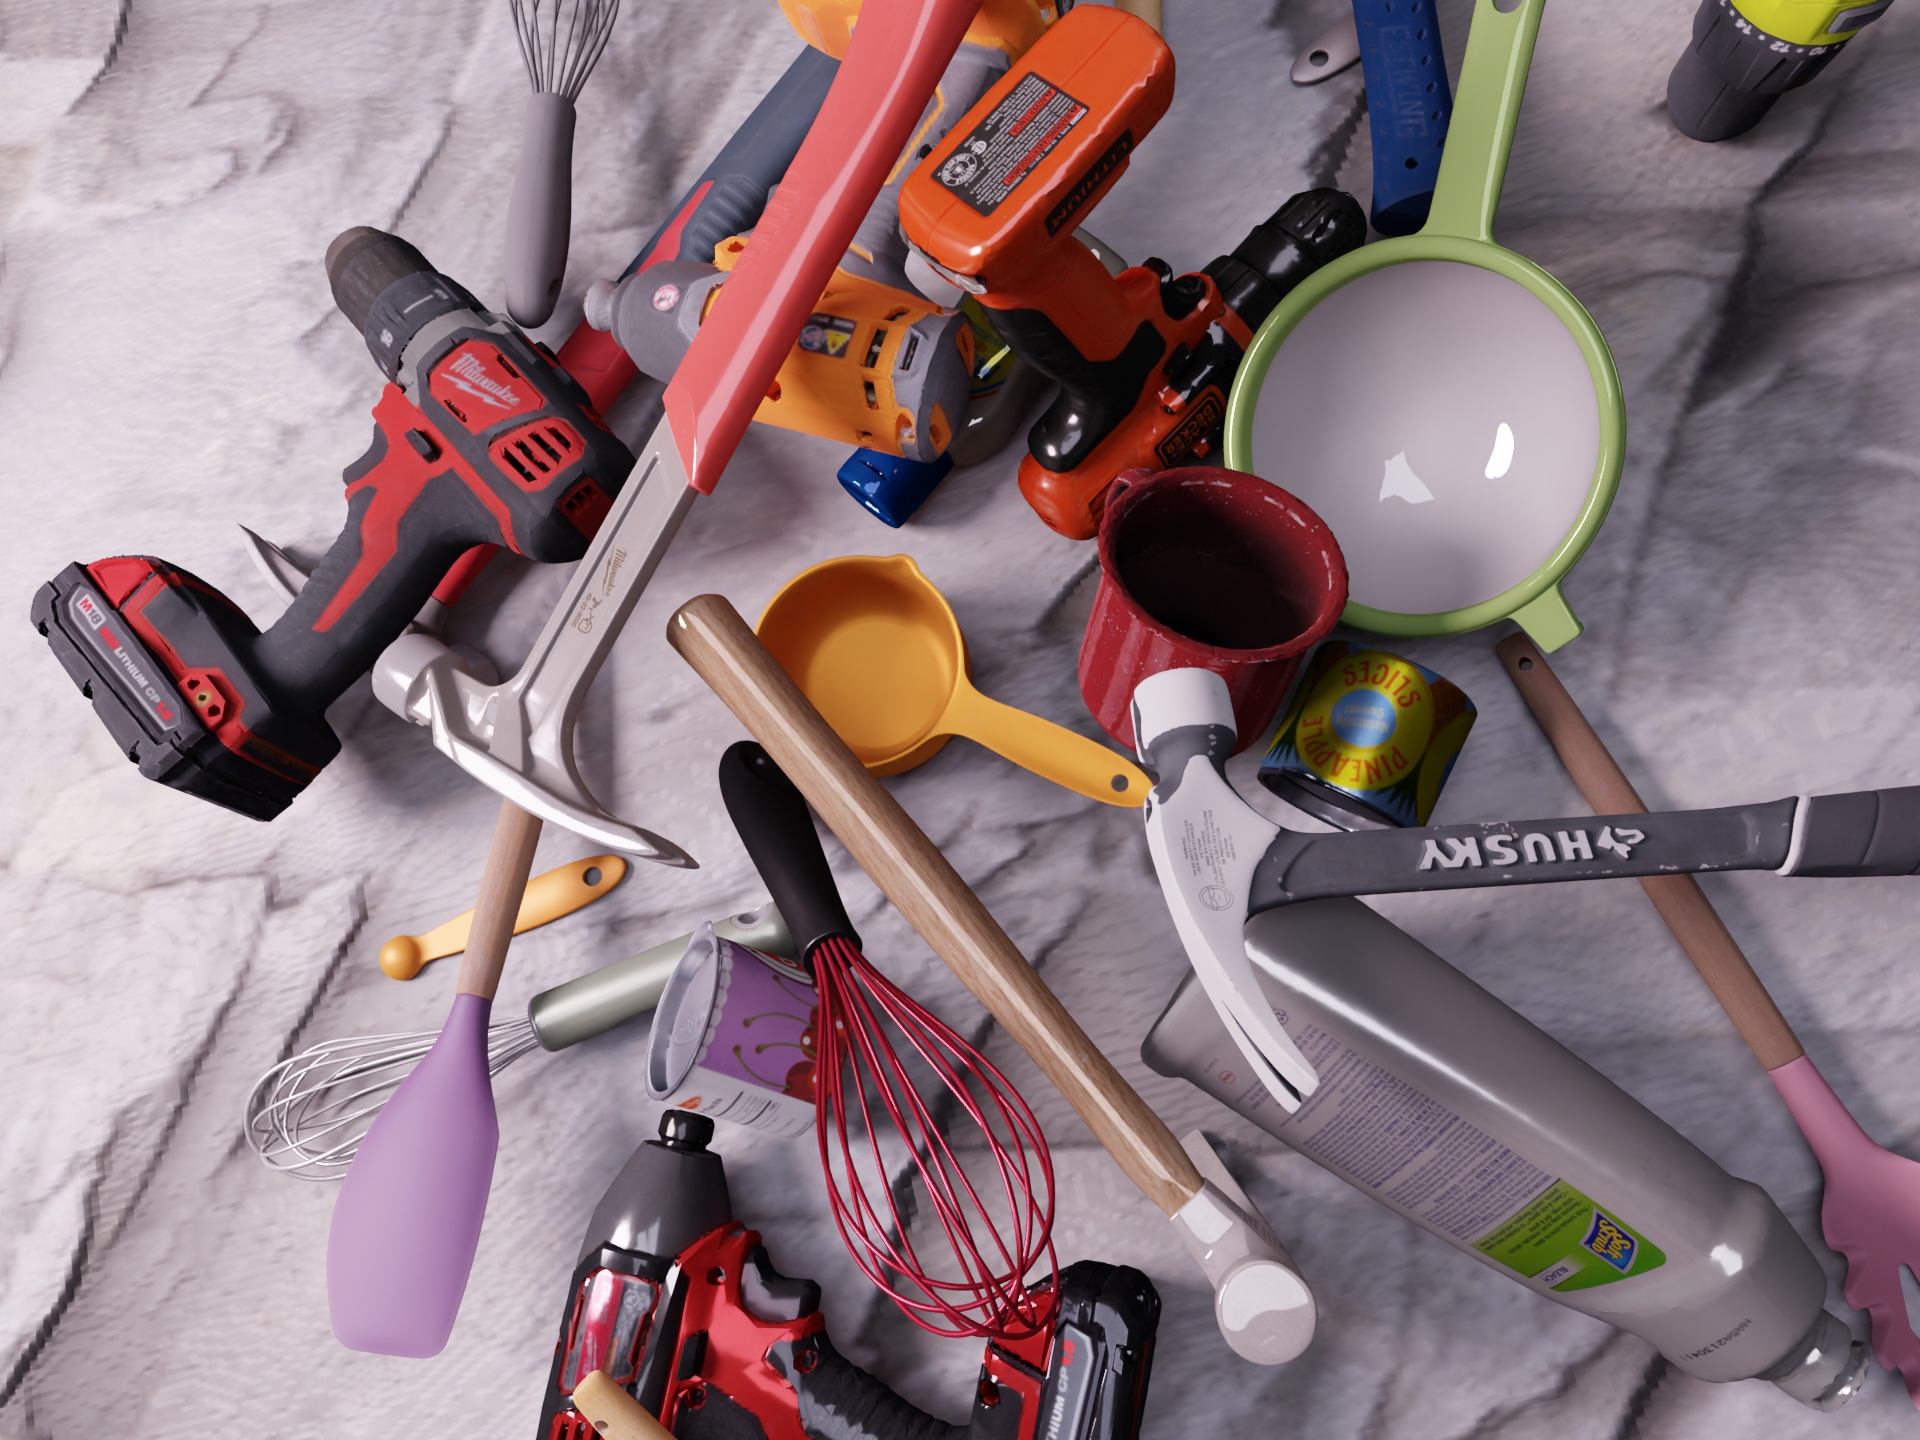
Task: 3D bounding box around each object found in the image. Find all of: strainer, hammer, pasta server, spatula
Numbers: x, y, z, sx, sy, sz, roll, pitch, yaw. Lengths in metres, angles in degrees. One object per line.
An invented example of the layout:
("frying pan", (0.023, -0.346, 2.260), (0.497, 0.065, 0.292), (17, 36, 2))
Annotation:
("strainer", (0.193, -0.160, 0.611), (0.151, 0.069, 0.256), (17, 106, 28))
("hammer", (-0.076, -0.129, 0.582), (0.149, 0.036, 0.359), (28, 87, 24))
("pasta server", (0.286, 0.100, 0.579), (0.060, 0.040, 0.316), (-32, 72, 13))
("hammer", (0.268, 0.044, 0.543), (0.409, 0.036, 0.149), (-3, 61, -6))
("hammer", (0.005, 0.081, 0.576), (0.031, 0.130, 0.331), (-41, 78, -1))
("spatula", (-0.192, 0.088, 0.643), (0.060, 0.018, 0.316), (4, 65, 9))
("hammer", (0.184, -0.406, 0.706), (0.144, 0.035, 0.406), (-9, 74, 18))
("hammer", (-0.164, -0.188, 0.728), (0.143, 0.038, 0.386), (35, 85, 17))

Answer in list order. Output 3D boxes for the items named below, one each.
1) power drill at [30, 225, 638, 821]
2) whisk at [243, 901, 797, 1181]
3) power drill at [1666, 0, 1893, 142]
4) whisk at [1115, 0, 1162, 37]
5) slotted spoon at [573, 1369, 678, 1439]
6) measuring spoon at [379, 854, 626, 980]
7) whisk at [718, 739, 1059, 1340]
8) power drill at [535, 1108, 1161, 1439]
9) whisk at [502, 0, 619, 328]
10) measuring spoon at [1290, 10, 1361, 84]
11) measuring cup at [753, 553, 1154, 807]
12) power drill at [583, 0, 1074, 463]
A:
("power drill", (-0.266, -0.090, 0.667), (0.226, 0.080, 0.188), (-43, 71, -4))
("whisk", (-0.179, 0.129, 0.655), (0.246, 0.058, 0.059), (-22, 108, 1))
("power drill", (0.392, -0.317, 0.601), (0.228, 0.190, 0.080), (-22, 73, -11))
("whisk", (0.077, -0.420, 0.739), (0.051, 0.047, 0.245), (-2, 80, 8))
("slotted spoon", (-0.017, 0.334, 0.536), (0.314, 0.031, 0.070), (46, 118, -2))
("measuring spoon", (-0.198, 0.083, 0.682), (0.117, 0.011, 0.021), (-23, 74, 4))
("whisk", (-0.039, 0.097, 0.571), (0.073, 0.073, 0.296), (-34, 43, 1))
("power drill", (-0.044, 0.233, 0.588), (0.220, 0.078, 0.143), (8, 79, 15))
("whisk", (-0.187, -0.281, 0.729), (0.055, 0.055, 0.239), (-5, 67, 9))
("measuring spoon", (0.198, -0.324, 0.706), (0.124, 0.018, 0.034), (-36, 74, 1))
("measuring cup", (-0.001, -0.002, 0.649), (0.173, 0.052, 0.095), (25, 84, 9))
("power drill", (-0.054, -0.229, 0.657), (0.164, 0.084, 0.226), (15, 81, 12))
